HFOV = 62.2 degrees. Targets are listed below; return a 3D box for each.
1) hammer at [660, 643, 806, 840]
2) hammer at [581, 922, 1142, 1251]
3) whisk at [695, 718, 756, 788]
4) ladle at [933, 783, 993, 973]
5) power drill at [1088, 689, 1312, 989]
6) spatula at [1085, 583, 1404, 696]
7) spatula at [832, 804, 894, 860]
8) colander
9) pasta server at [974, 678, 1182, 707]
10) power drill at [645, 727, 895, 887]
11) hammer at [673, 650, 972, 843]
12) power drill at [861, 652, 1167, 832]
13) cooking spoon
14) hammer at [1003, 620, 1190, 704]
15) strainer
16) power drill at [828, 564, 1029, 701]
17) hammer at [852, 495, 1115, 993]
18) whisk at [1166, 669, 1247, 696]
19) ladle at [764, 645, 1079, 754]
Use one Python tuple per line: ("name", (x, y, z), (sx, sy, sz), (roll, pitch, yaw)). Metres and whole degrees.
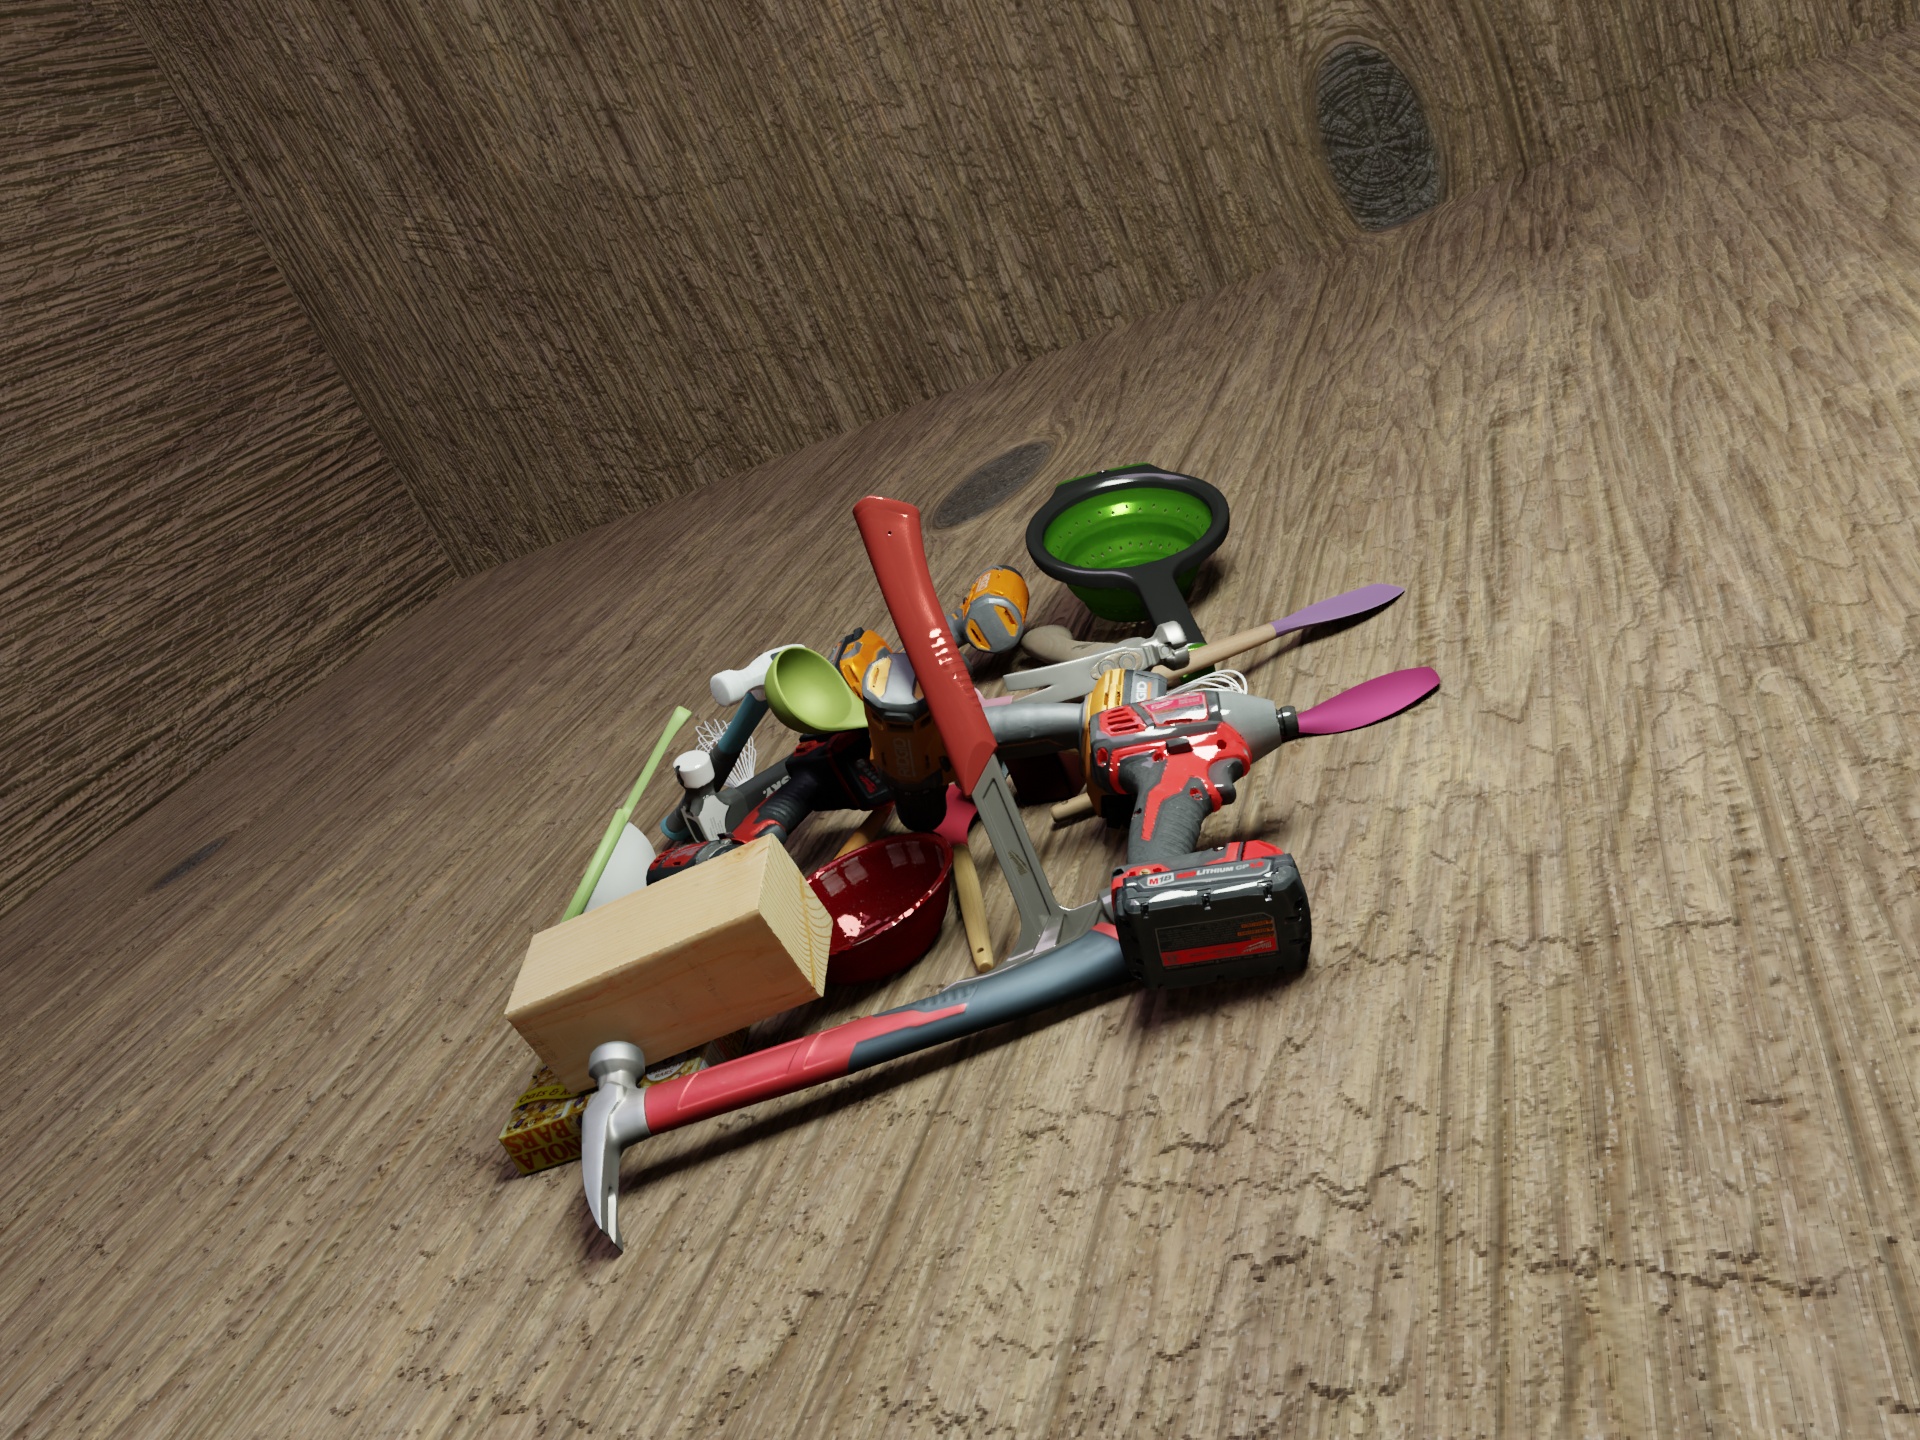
("hammer", (-0.220, 0.029, 1.491), (0.128, 0.033, 0.331), (-26, -15, -38))
("hammer", (-0.063, 0.223, 1.033), (0.386, 0.038, 0.143), (-19, 42, 5))
("whisk", (-0.223, 0.062, 1.630), (0.070, 0.070, 0.285), (-29, 25, -8))
("ladle", (0.001, 0.117, 1.262), (0.069, 0.031, 0.316), (-21, 22, 2))
("power drill", (0.160, 0.062, 1.033), (0.143, 0.078, 0.220), (-10, 38, 9))
("spatula", (0.247, -0.068, 1.366), (0.316, 0.018, 0.060), (-20, 19, -18))
("spatula", (-0.078, 0.106, 1.389), (0.081, 0.041, 0.323), (-10, 29, 38))
("colander", (0.184, -0.119, 1.546), (0.204, 0.094, 0.398), (-13, 35, 0))
("pasta server", (0.071, -0.026, 1.511), (0.316, 0.040, 0.060), (-8, 36, 37))
("power drill", (-0.136, 0.083, 1.308), (0.227, 0.080, 0.188), (-39, 16, -34))
("hammer", (-0.112, 0.023, 1.470), (0.035, 0.146, 0.335), (19, 43, 42))
("power drill", (0.042, 0.031, 1.226), (0.226, 0.185, 0.084), (4, 51, 8))
("cooking spoon", (0.220, 0.020, 1.250), (0.319, 0.017, 0.069), (-22, 20, 10))
("hammer", (0.089, -0.057, 1.435), (0.146, 0.038, 0.411), (-17, 7, -4))
("strainer", (-0.289, 0.114, 1.441), (0.256, 0.069, 0.151), (-63, 10, -5))
("power drill", (-0.028, -0.089, 1.685), (0.226, 0.084, 0.164), (-27, 18, 18))
("hammer", (-0.007, 0.007, 1.122), (0.149, 0.359, 0.036), (-24, -13, 5))
("whisk", (0.147, -0.004, 1.357), (0.246, 0.059, 0.058), (-10, 63, 46))
("ladle", (-0.002, -0.004, 1.285), (0.320, 0.062, 0.078), (9, 42, 6))
